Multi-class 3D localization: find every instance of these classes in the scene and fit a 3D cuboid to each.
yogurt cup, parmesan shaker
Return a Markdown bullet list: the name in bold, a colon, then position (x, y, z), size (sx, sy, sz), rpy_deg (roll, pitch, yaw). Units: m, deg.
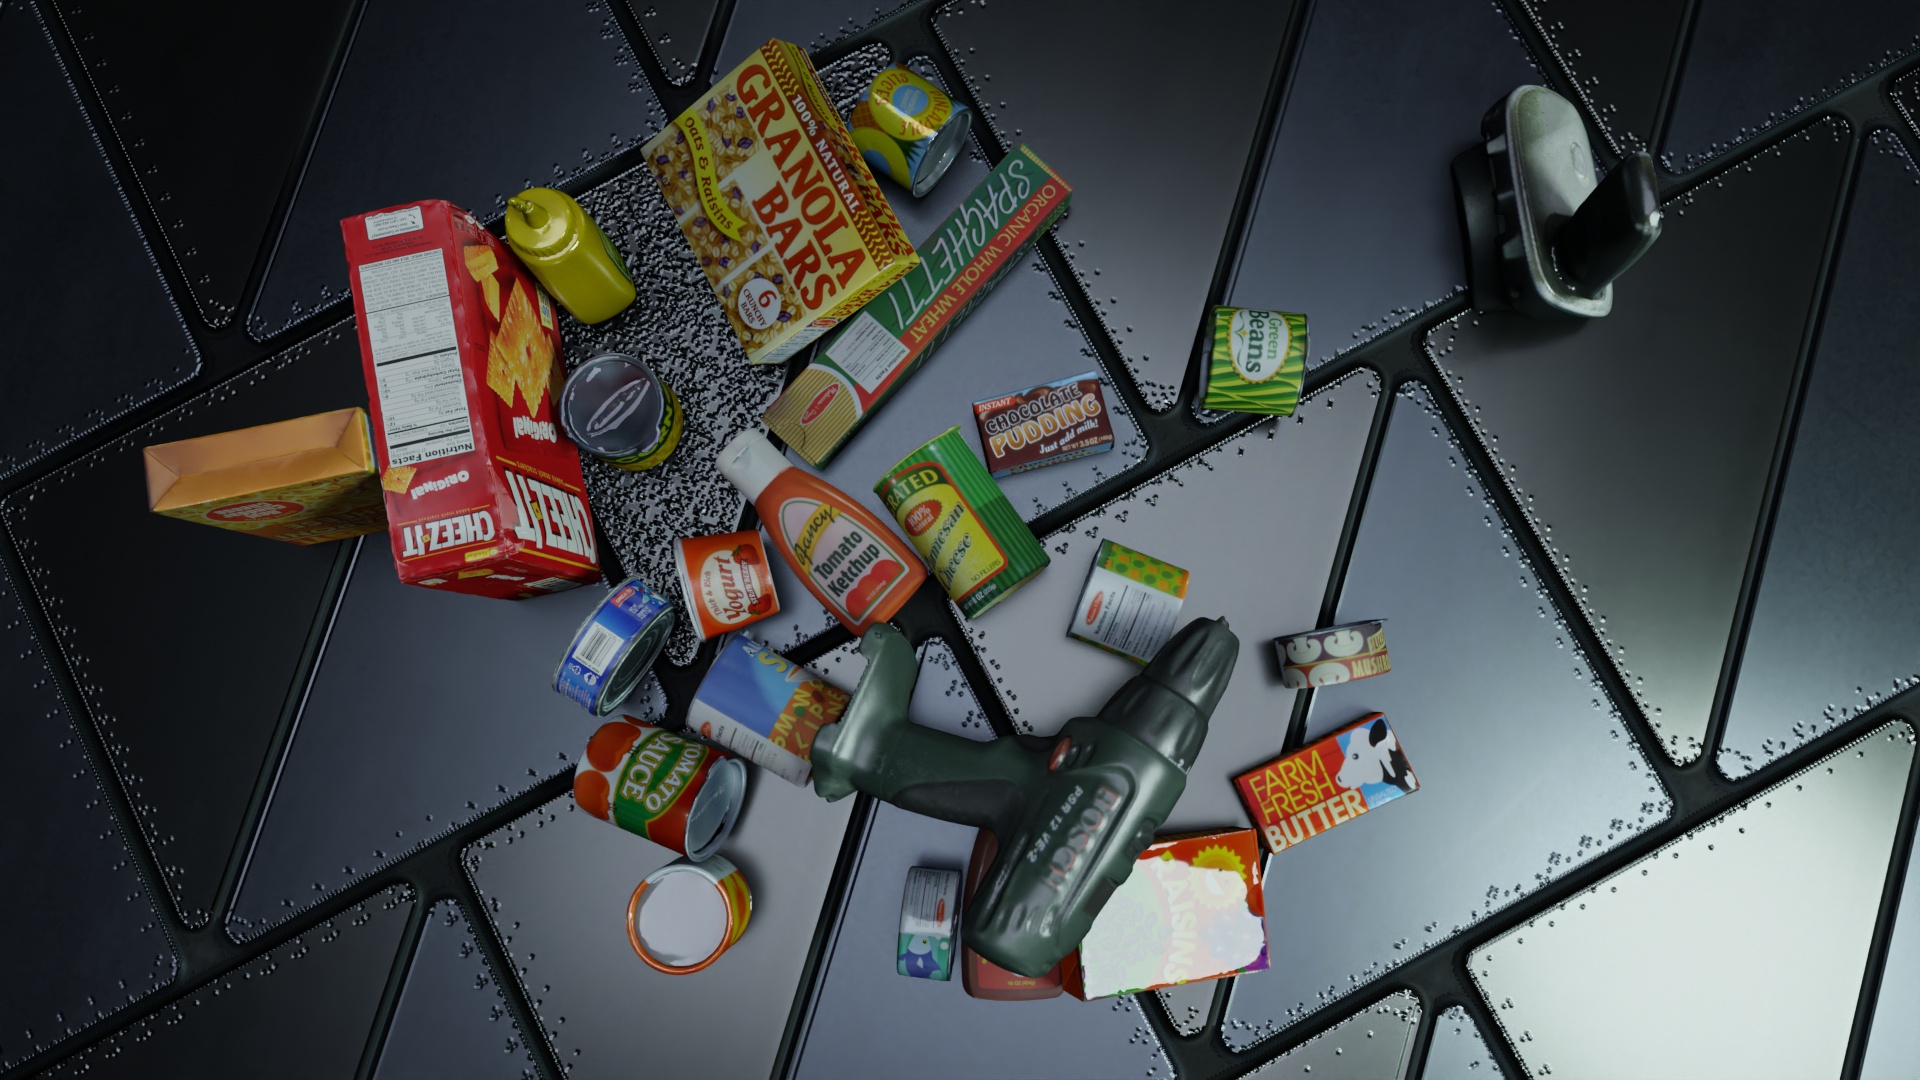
- **yogurt cup**: position (-0.146, 0.026, 0.875), size (0.054, 0.072, 0.072), rpy_deg (-15, 83, -8)
- **parmesan shaker**: position (0.003, -0.011, 0.870), size (0.071, 0.071, 0.103), rpy_deg (-36, 83, -2)

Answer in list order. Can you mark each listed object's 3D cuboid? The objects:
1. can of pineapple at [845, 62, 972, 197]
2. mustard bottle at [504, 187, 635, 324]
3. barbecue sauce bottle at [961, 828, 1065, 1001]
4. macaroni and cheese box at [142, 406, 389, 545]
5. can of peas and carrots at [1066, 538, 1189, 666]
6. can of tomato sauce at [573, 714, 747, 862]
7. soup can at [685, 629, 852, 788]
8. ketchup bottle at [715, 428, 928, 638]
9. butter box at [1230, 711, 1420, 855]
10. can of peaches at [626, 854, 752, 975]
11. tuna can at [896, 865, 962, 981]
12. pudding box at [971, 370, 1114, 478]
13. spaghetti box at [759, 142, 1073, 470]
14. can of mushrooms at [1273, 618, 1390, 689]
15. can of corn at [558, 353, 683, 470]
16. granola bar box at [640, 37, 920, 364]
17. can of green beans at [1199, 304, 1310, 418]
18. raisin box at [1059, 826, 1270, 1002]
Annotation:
- **can of pineapple**: position (-0.034, -0.268, 0.902), size (0.058, 0.071, 0.071), rpy_deg (35, 86, 6)
- **mustard bottle**: position (-0.244, -0.181, 0.854), size (0.049, 0.160, 0.065), rpy_deg (-31, 85, -3)
- **barbecue sauce bottle**: position (0.033, 0.204, 0.856), size (0.065, 0.043, 0.148), rpy_deg (2, 83, -9)
- **macaroni and cheese box**: position (-0.381, -0.035, 0.839), size (0.124, 0.166, 0.040), rpy_deg (-11, 83, 1)
- **can of peas and carrots**: position (0.104, 0.038, 0.865), size (0.059, 0.071, 0.071), rpy_deg (21, 85, 4)
- **can of tomato sauce**: position (-0.184, 0.149, 0.850), size (0.083, 0.071, 0.071), rpy_deg (17, 84, 19)
- **soup can**: position (-0.116, 0.104, 0.864), size (0.084, 0.071, 0.071), rpy_deg (28, 85, 4)
- **ketchup bottle**: position (-0.093, -0.009, 0.887), size (0.149, 0.043, 0.064), rpy_deg (44, 94, 7)
- **butter box**: position (0.227, 0.151, 0.866), size (0.103, 0.024, 0.053), rpy_deg (-24, 84, -1)
- **can of peaches**: position (-0.166, 0.231, 0.853), size (0.071, 0.058, 0.071), rpy_deg (0, 83, 2)
- **tuna can**: position (-0.018, 0.234, 0.846), size (0.033, 0.071, 0.071), rpy_deg (5, 84, 4)
- **pudding box**: position (0.054, -0.075, 0.896), size (0.084, 0.030, 0.049), rpy_deg (-14, 82, 0)
- **spaghetti box**: position (-0.026, -0.152, 0.909), size (0.050, 0.028, 0.250), rpy_deg (42, 86, 6)
- **can of mushrooms**: position (0.230, 0.069, 0.853), size (0.071, 0.071, 0.033), rpy_deg (-10, 85, 1)
- **can of corn**: position (-0.214, -0.079, 0.892), size (0.071, 0.058, 0.071), rpy_deg (0, 83, 2)
- **granola bar box**: position (-0.117, -0.214, 0.891), size (0.124, 0.039, 0.165), rpy_deg (-31, 82, 25)
- **can of green beans**: position (0.184, -0.113, 0.878), size (0.058, 0.071, 0.071), rpy_deg (7, 84, 3)
- **raisin box**: position (0.120, 0.222, 0.836), size (0.123, 0.040, 0.086), rpy_deg (-3, 82, -17)
